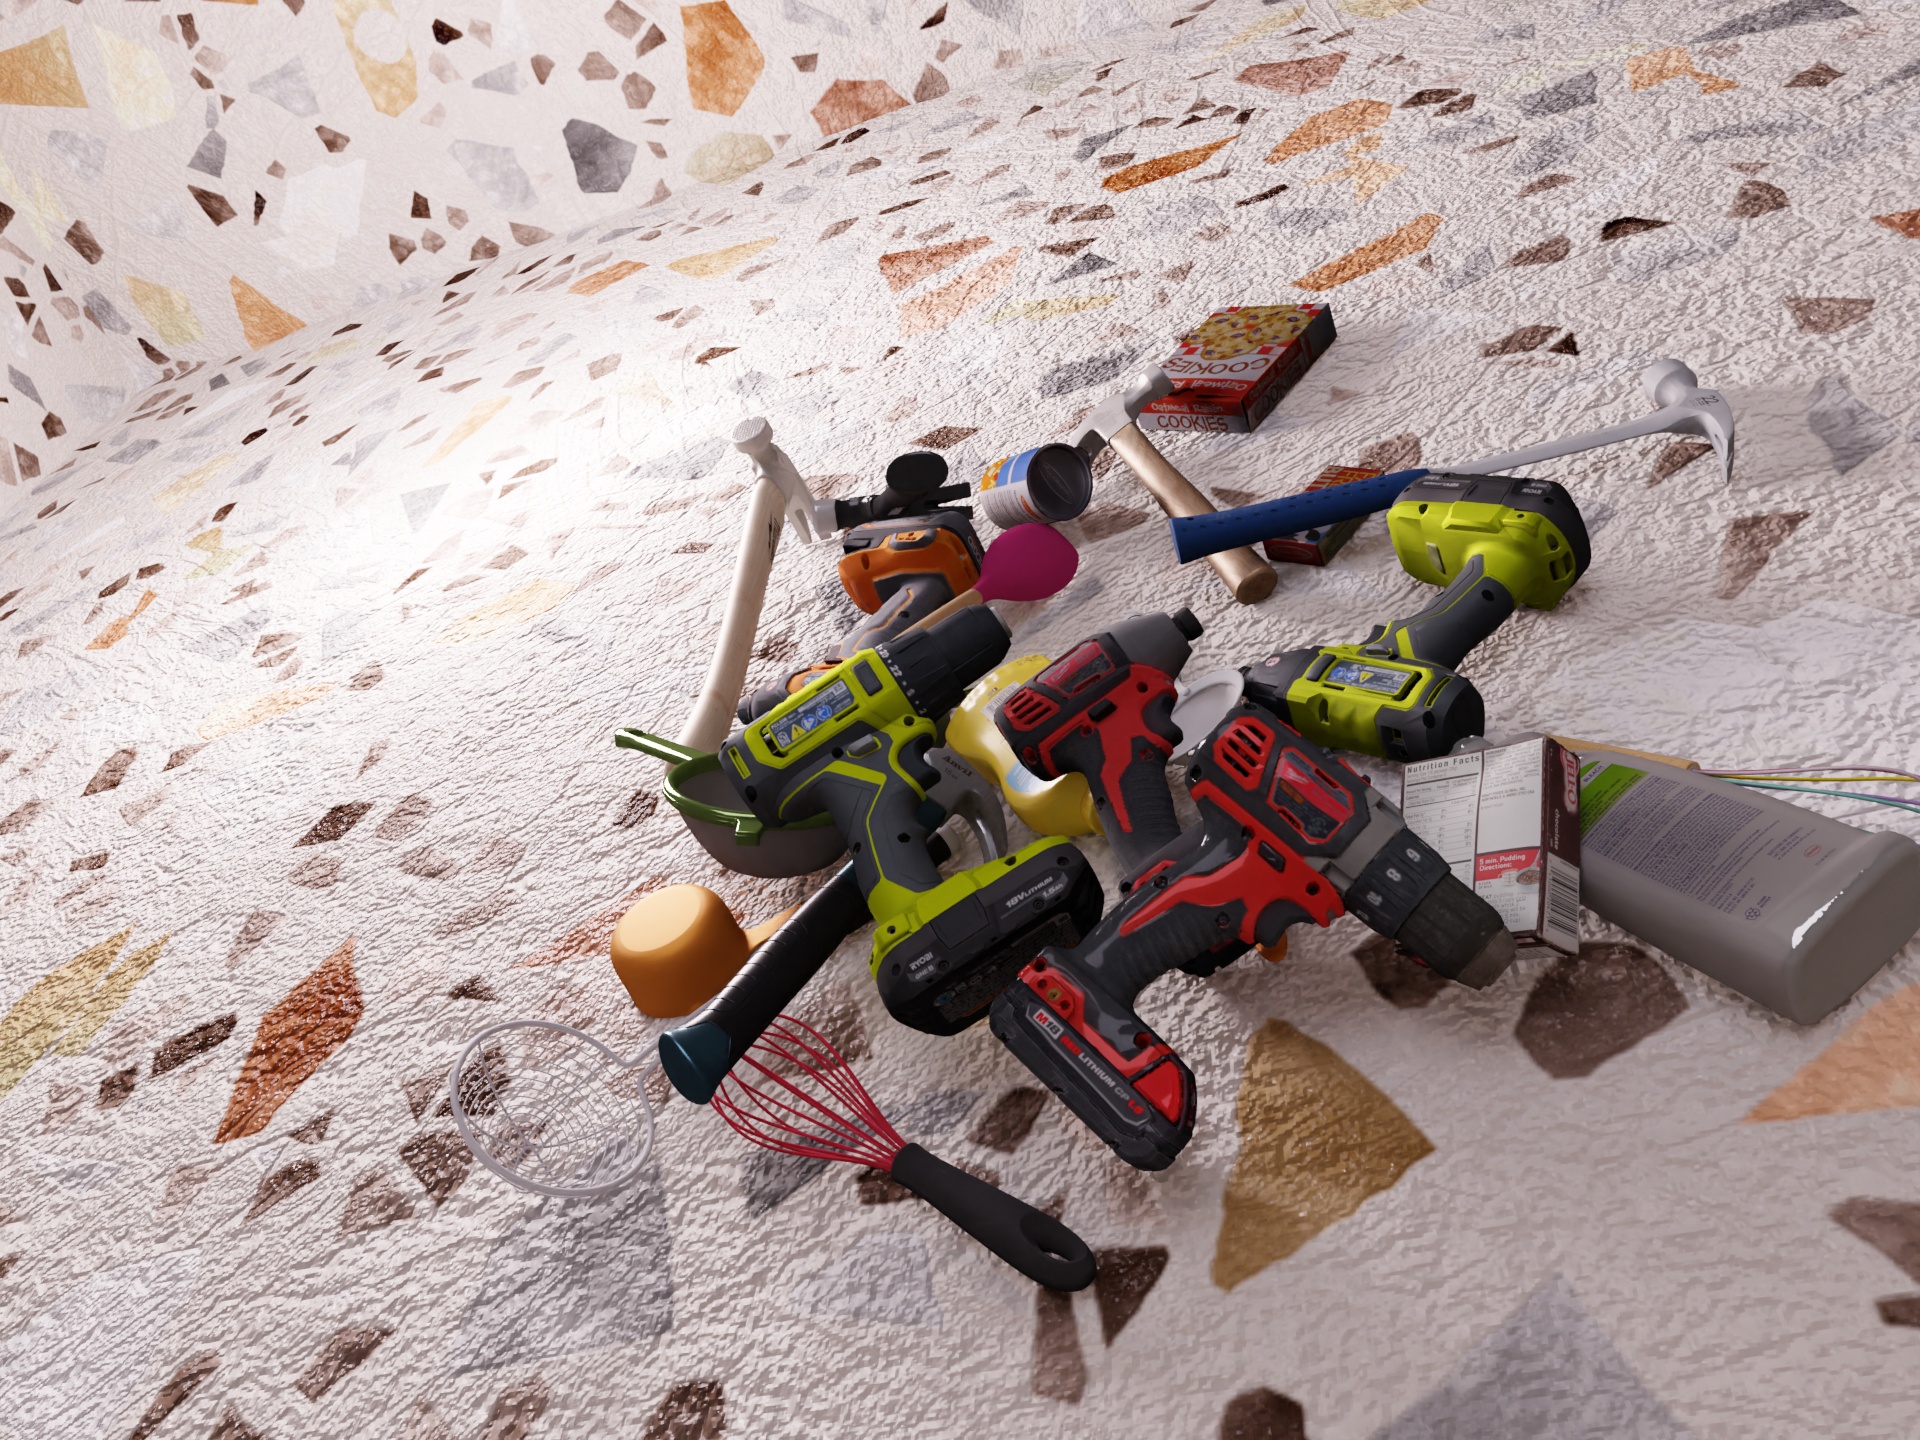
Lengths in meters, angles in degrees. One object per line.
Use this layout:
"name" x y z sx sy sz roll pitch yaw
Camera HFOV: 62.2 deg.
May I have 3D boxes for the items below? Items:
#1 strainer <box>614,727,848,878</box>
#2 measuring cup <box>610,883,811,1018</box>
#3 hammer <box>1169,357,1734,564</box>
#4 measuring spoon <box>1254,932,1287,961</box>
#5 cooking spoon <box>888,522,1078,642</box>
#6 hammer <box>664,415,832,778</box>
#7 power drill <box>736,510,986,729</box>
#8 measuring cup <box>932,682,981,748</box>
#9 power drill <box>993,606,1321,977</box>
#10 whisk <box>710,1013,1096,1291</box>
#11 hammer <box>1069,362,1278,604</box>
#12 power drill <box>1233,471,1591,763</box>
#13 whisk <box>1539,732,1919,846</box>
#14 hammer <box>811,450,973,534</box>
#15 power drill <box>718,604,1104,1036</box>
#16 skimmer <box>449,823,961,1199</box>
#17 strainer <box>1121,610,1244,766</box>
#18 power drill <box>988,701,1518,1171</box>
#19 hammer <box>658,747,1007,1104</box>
"strainer" -0.170 0.061 1.147 0.256 0.069 0.151 16 20 42
"measuring cup" -0.156 0.134 1.079 0.173 0.052 0.095 -26 33 -1
"hammer" 0.357 -0.177 1.166 0.405 0.035 0.144 -13 34 6
"measuring spoon" 0.175 0.101 0.951 0.021 0.011 0.117 -20 34 8
"cooking spoon" -0.003 -0.086 1.232 0.319 0.069 0.017 -37 -11 -43
"hammer" -0.184 -0.081 1.370 0.038 0.146 0.411 -12 45 20
"power drill" -0.080 -0.068 1.290 0.164 0.084 0.227 -4 42 29
"measuring cup" -0.002 -0.004 1.167 0.167 0.083 0.038 -13 44 -19
"power drill" 0.124 0.030 0.953 0.143 0.078 0.220 -36 51 4
"whisk" -0.044 0.234 0.869 0.296 0.073 0.073 20 53 39
"hammer" 0.174 -0.187 1.316 0.130 0.031 0.332 -39 37 10
"power drill" 0.298 -0.067 1.052 0.171 0.080 0.223 15 53 47
"whisk" 0.421 0.035 0.864 0.245 0.051 0.047 15 84 50
"hammer" -0.043 -0.189 1.320 0.146 0.035 0.335 -7 3 -7
"power drill" -0.015 0.047 0.926 0.190 0.080 0.229 -33 57 -2
"skimmer" -0.143 0.162 1.000 0.363 0.090 0.127 -35 67 -20
"strainer" 0.150 -0.026 1.120 0.087 0.050 0.259 -41 25 12
"power drill" 0.147 0.124 0.808 0.188 0.080 0.227 41 86 20
"hammer" -0.076 0.112 0.972 0.128 0.033 0.331 33 41 9
